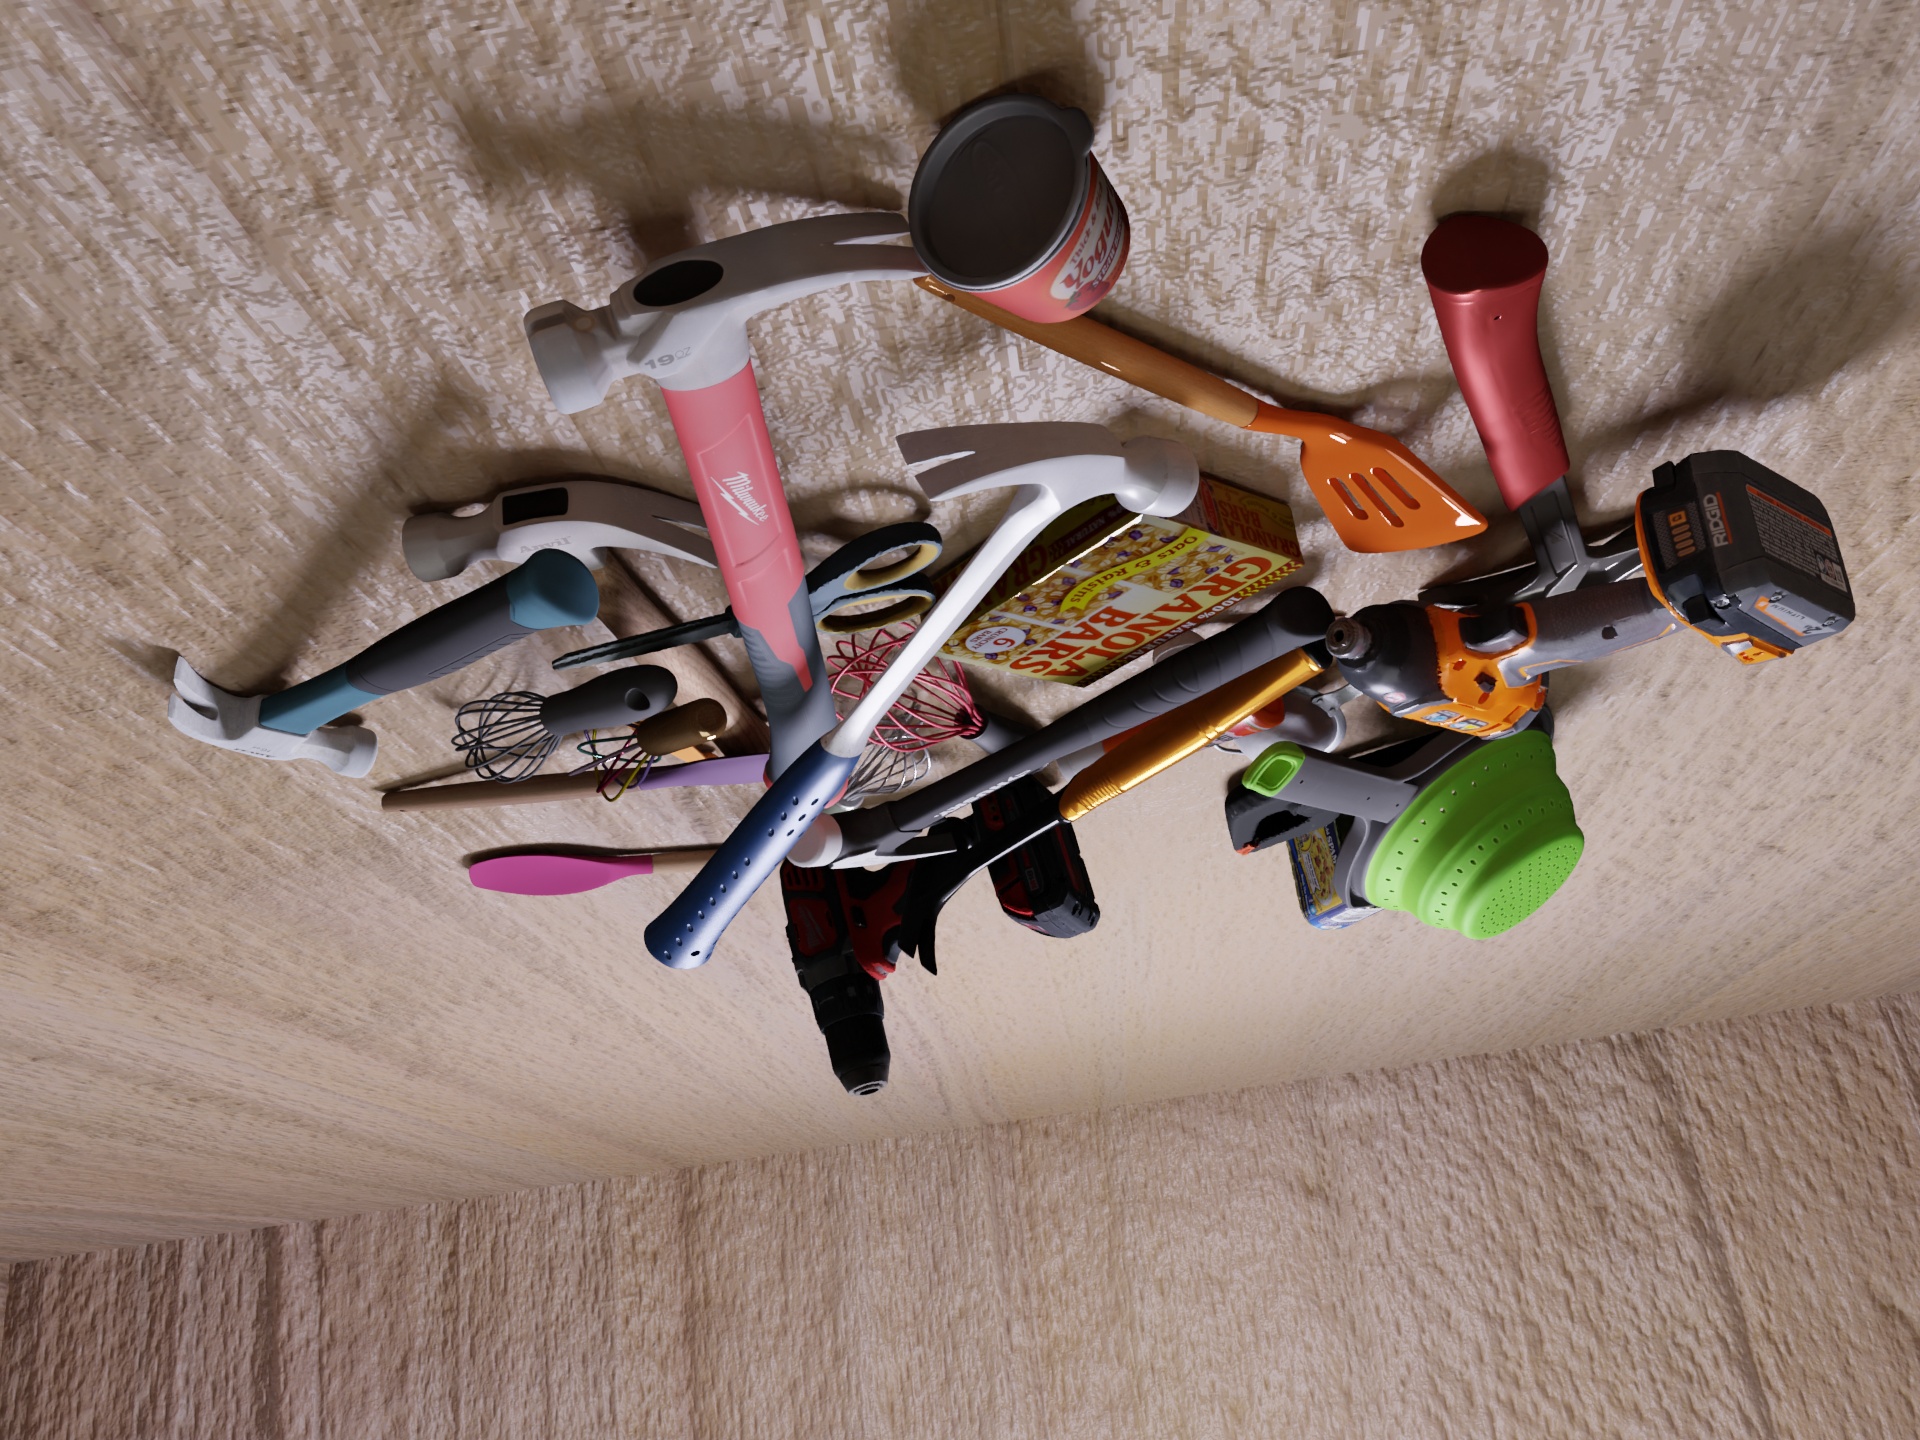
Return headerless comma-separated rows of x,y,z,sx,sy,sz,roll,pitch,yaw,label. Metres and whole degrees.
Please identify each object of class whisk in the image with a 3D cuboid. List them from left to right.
-0.213,0.000,0.850,0.055,0.055,0.239,10,166,-37,whisk
-0.168,0.014,0.860,0.051,0.047,0.245,25,165,-21,whisk
-0.074,0.045,1.079,0.058,0.059,0.246,36,152,-6,whisk
-0.002,-0.003,0.966,0.073,0.073,0.295,-16,163,19,whisk

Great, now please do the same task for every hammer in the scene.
-0.284,-0.025,0.789,0.331,0.033,0.128,-16,156,42,hammer
-0.158,-0.038,0.857,0.130,0.031,0.331,-10,158,8,hammer
-0.073,-0.064,0.720,0.143,0.038,0.386,-19,152,-7,hammer
-0.057,0.004,0.771,0.144,0.035,0.405,0,143,-42,hammer
0.063,0.010,0.926,0.335,0.035,0.146,-28,164,25,hammer
0.088,0.040,0.986,0.034,0.127,0.337,41,124,-20,hammer
0.264,-0.128,0.770,0.149,0.037,0.358,-17,157,22,hammer

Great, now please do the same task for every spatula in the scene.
-0.222,0.039,0.996,0.316,0.018,0.059,-6,163,14,spatula
0.109,-0.134,0.696,0.322,0.041,0.081,13,168,-37,spatula

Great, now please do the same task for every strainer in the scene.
0.255,-0.021,1.019,0.086,0.050,0.258,32,135,-23,strainer

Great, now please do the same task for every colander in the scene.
0.325,0.078,1.089,0.396,0.095,0.204,13,121,-48,colander

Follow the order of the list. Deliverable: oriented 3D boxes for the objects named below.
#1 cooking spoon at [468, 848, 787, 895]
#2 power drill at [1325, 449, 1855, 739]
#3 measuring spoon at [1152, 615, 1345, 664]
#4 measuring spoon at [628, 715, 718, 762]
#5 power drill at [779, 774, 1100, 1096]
-0.209,0.108,1.215,0.319,0.017,0.068,-2,149,-12,cooking spoon
0.309,-0.055,0.817,0.164,0.084,0.226,11,156,-39,power drill
0.173,-0.054,0.958,0.124,0.018,0.034,-11,159,-9,measuring spoon
-0.183,0.009,0.997,0.021,0.011,0.116,-14,154,17,measuring spoon
-0.018,0.152,1.153,0.226,0.188,0.080,-23,153,15,power drill
